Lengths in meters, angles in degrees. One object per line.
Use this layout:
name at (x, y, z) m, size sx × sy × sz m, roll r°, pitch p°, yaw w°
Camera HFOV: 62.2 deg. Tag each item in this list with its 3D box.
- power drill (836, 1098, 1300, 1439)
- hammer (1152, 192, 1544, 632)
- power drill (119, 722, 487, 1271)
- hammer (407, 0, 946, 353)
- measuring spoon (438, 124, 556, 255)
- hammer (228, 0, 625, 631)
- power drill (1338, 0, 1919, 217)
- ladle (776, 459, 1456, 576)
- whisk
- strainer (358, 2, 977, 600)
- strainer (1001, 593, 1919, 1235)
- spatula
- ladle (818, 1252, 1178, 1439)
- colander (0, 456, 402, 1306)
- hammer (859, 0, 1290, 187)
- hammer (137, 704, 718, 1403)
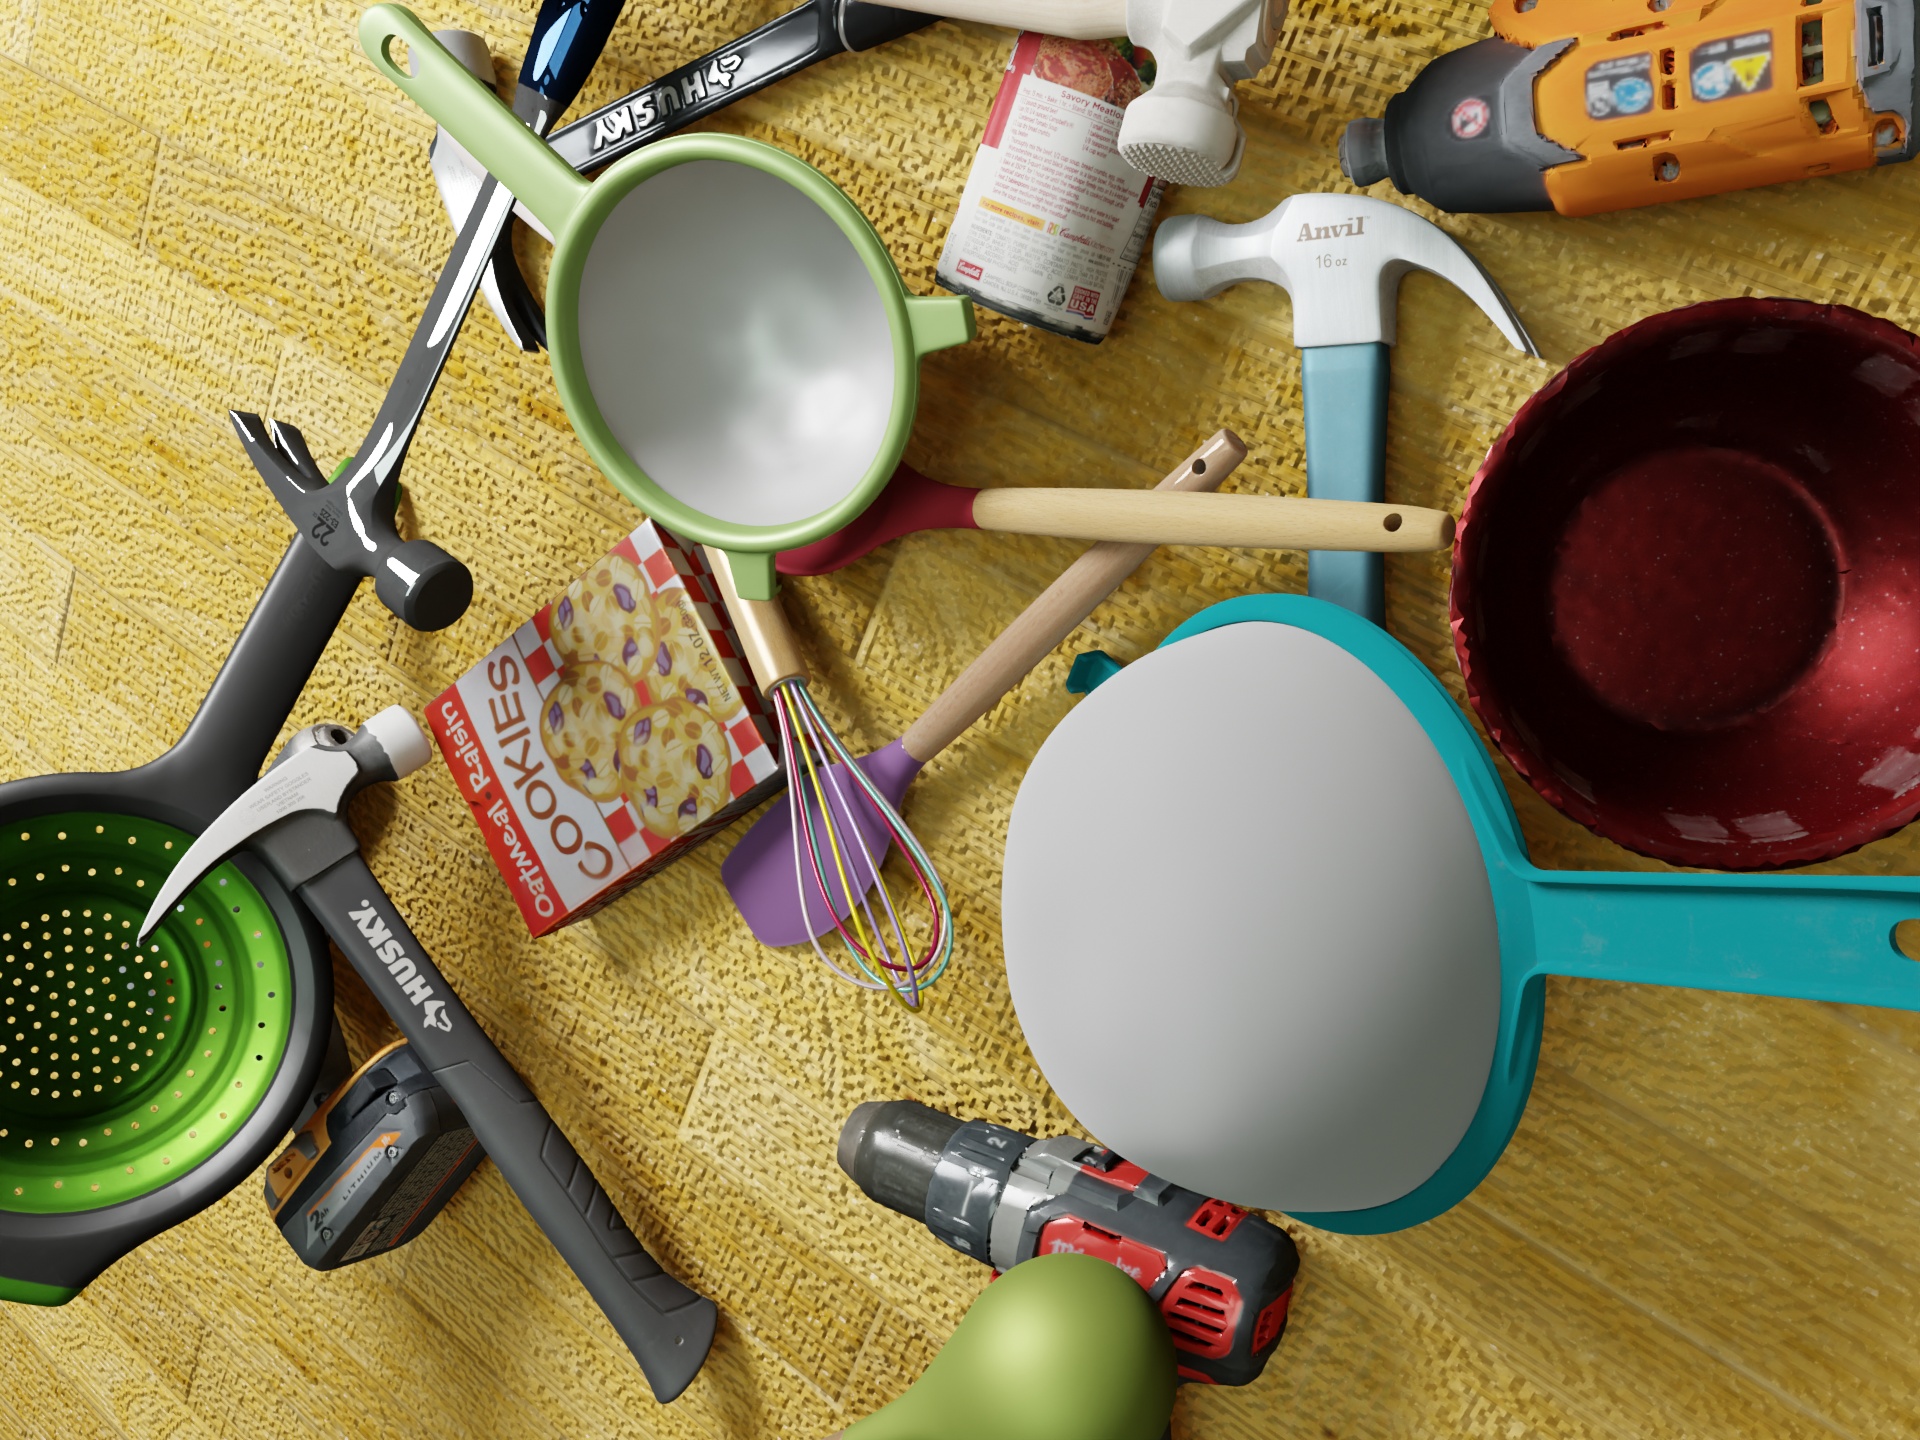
power drill at (0.022, 0.270, 0.628) m, size 0.188 × 0.080 × 0.226 m, roll 15°, pitch 101°, yaw 27°
hammer at (0.133, -0.013, 0.554) m, size 0.128 × 0.033 × 0.331 m, roll 2°, pitch 97°, yaw 30°
power drill at (-0.315, 0.130, 0.795) m, size 0.226 × 0.084 × 0.185 m, roll 47°, pitch 107°, yaw 21°
hammer at (-0.056, -0.267, 0.625) m, size 0.409 × 0.036 × 0.149 m, roll -12°, pitch 92°, yaw 29°
measuring spoon at (-0.188, -0.222, 0.672) m, size 0.124 × 0.018 × 0.034 m, roll 46°, pitch 116°, yaw 15°
hammer at (-0.178, -0.245, 0.642) m, size 0.144 × 0.035 × 0.405 m, roll 35°, pitch 104°, yaw 25°
power drill at (0.187, -0.265, 0.467) m, size 0.164 × 0.084 × 0.226 m, roll -2°, pitch 99°, yaw 29°
ladle at (0.028, -0.076, 0.567) m, size 0.316 × 0.031 × 0.069 m, roll 10°, pitch 88°, yaw 43°
whisk at (-0.062, 0.003, 0.636) m, size 0.051 × 0.047 × 0.245 m, roll -41°, pitch 64°, yaw 36°
strainer at (-0.113, -0.179, 0.599) m, size 0.256 × 0.069 × 0.151 m, roll 43°, pitch 123°, yaw 1°
strainer at (0.103, 0.063, 0.453) m, size 0.340 × 0.095 × 0.211 m, roll -9°, pitch 88°, yaw 62°
spatula at (-0.001, -0.002, 0.622) m, size 0.316 × 0.018 × 0.060 m, roll -44°, pitch 72°, yaw 33°
ladle at (-0.045, 0.286, 0.609) m, size 0.320 × 0.062 × 0.078 m, roll -40°, pitch 42°, yaw 34°
colander at (-0.369, 0.056, 0.740) m, size 0.094 × 0.204 × 0.397 m, roll -13°, pitch 52°, yaw 58°
hammer at (-0.078, -0.285, 0.555) m, size 0.411 × 0.038 × 0.146 m, roll 17°, pitch 95°, yaw 25°
hammer at (-0.220, 0.166, 0.715) m, size 0.335 × 0.146 × 0.035 m, roll 56°, pitch 150°, yaw -4°
